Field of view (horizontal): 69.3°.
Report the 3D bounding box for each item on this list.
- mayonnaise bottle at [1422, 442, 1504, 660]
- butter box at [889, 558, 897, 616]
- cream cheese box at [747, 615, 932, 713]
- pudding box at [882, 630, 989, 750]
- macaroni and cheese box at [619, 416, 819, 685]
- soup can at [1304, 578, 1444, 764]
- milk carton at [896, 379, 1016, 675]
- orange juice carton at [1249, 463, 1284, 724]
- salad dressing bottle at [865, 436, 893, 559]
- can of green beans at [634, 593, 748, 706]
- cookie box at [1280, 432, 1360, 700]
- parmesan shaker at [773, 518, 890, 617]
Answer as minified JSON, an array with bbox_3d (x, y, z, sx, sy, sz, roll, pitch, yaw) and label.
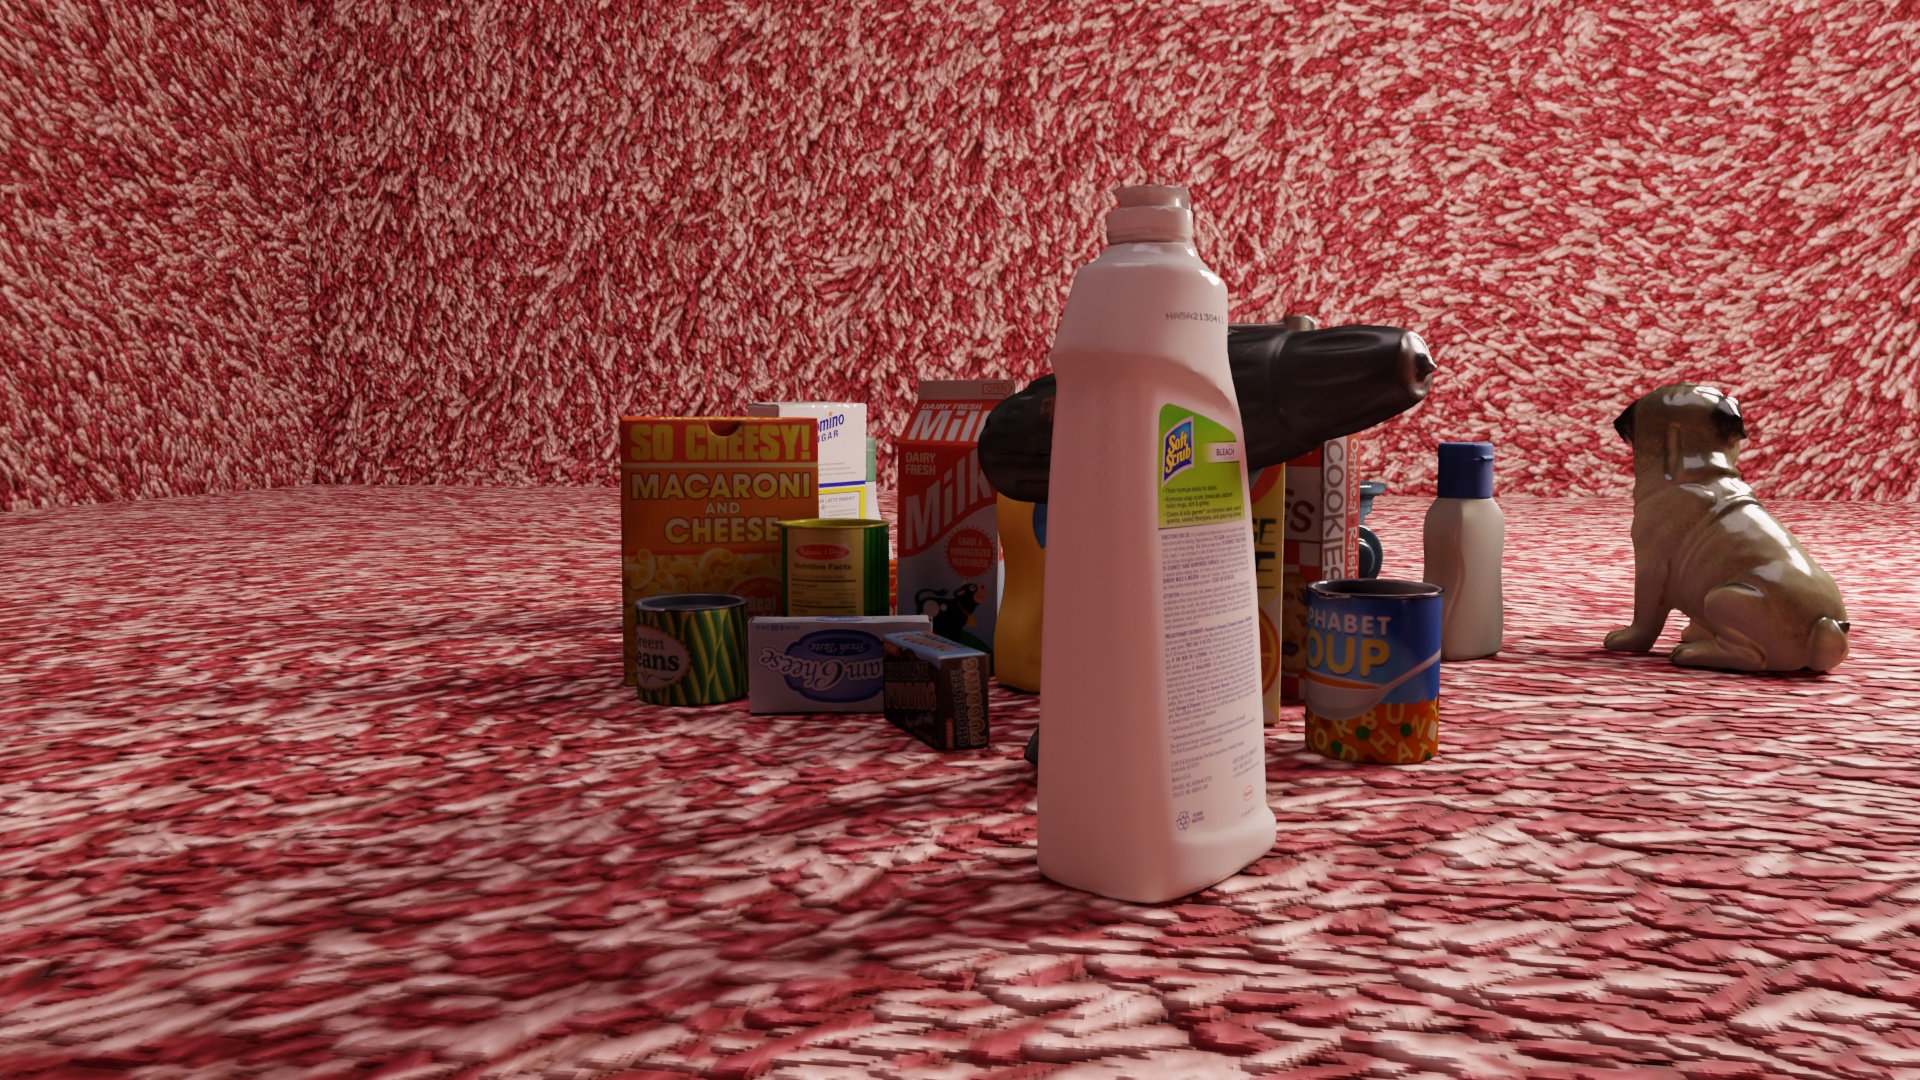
[{"bbox_3d":[0.346,0.006,0.959,0.065,0.148,0.041,-3,6,-32],"label":"mayonnaise bottle"},{"bbox_3d":[-0.026,0.039,1.112,0.104,0.053,0.024,-3,6,-32],"label":"butter box"},{"bbox_3d":[-0.068,0.070,0.788,0.104,0.053,0.024,0,5,-4],"label":"cream cheese box"},{"bbox_3d":[-0.014,0.077,0.735,0.030,0.049,0.083,-2,6,-23],"label":"pudding box"},{"bbox_3d":[-0.152,0.005,0.881,0.124,0.166,0.040,-1,5,-15],"label":"macaroni and cheese box"},{"bbox_3d":[0.205,0.064,0.697,0.071,0.083,0.071,0,5,0],"label":"soup can"},{"bbox_3d":[0.003,-0.012,0.924,0.072,0.190,0.073,2,5,19],"label":"milk carton"},{"bbox_3d":[0.140,0.001,0.780,0.073,0.192,0.072,0,5,4],"label":"orange juice carton"},{"bbox_3d":[-0.088,-0.013,1.159,0.064,0.147,0.044,1,5,15],"label":"salad dressing bottle"},{"bbox_3d":[-0.160,0.064,0.829,0.071,0.057,0.071,0,5,0],"label":"can of green beans"},{"bbox_3d":[0.183,0.007,0.855,0.040,0.167,0.123,-4,6,-39],"label":"cookie box"},{"bbox_3d":[-0.078,0.040,0.847,0.071,0.103,0.071,0,5,0],"label":"parmesan shaker"}]
